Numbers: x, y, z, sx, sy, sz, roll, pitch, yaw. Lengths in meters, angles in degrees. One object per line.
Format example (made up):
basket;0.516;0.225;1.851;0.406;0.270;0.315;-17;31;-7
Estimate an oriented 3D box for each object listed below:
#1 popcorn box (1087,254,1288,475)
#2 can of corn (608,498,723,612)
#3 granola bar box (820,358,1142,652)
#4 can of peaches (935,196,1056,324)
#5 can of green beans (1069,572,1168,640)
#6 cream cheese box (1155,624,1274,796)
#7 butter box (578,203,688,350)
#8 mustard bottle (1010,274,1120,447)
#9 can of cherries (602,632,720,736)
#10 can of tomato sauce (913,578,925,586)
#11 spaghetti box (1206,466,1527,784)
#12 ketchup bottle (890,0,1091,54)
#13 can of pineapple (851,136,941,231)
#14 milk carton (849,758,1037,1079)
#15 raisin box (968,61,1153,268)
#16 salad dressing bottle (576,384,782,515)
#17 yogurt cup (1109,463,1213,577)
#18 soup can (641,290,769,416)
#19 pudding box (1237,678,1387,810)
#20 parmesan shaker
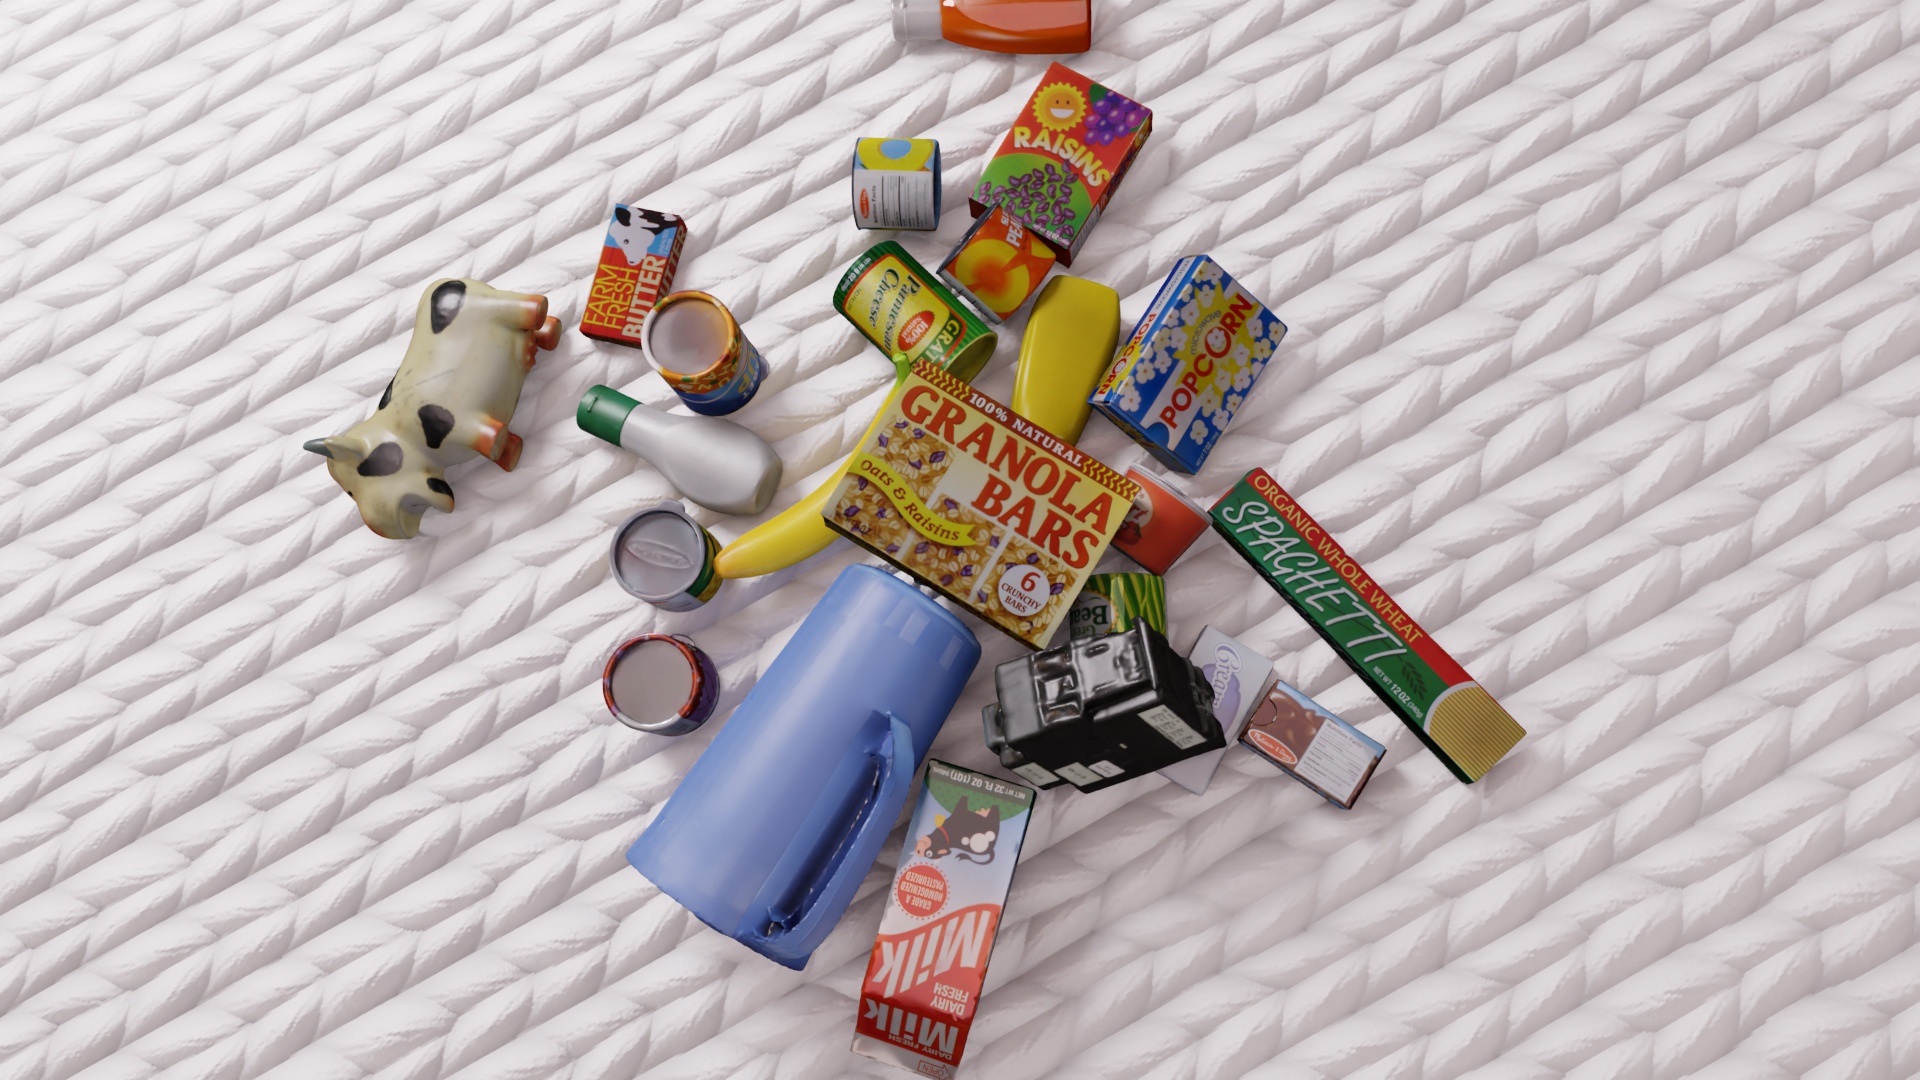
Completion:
popcorn box;0.156;-0.121;0.952;0.085;0.038;0.127;36;82;-23
can of corn;-0.200;0.012;0.960;0.071;0.058;0.071;-1;78;5
granola bar box;0.013;-0.022;0.893;0.165;0.039;0.124;31;81;4
can of peaches;0.027;-0.196;0.974;0.058;0.071;0.071;40;83;-11
can of green beans;0.105;0.055;0.923;0.071;0.071;0.058;-2;78;4
cream cheese box;0.162;0.113;0.928;0.053;0.024;0.104;29;82;8
butter box;-0.241;-0.194;1.025;0.053;0.024;0.103;11;79;7
mustard bottle;0.065;-0.103;0.969;0.065;0.048;0.160;17;81;5
can of cherries;-0.203;0.096;0.942;0.071;0.058;0.071;-1;79;4
can of tomato sauce;0.003;-0.012;0.945;0.071;0.071;0.083;1;79;5
spaghetti box;0.267;0.054;0.930;0.050;0.028;0.250;-42;78;-5
ketchup bottle;0.023;-0.395;1.038;0.149;0.043;0.065;0;77;5
can of pineapple;-0.045;-0.258;1.003;0.058;0.071;0.071;3;79;4
milk carton;-0.010;0.242;0.889;0.072;0.073;0.191;16;80;7
raisin box;0.074;-0.273;1.010;0.086;0.040;0.123;29;83;11
salad dressing bottle;-0.200;-0.067;0.986;0.148;0.044;0.064;24;83;10
yogurt cup;0.128;-0.012;0.938;0.072;0.072;0.054;36;91;11
soup can;-0.178;-0.131;0.976;0.071;0.083;0.071;-1;78;4
pudding box;0.231;0.134;0.915;0.084;0.030;0.050;33;84;10
parmesan shaker;-0.034;-0.152;0.980;0.071;0.071;0.103;-45;78;-5
